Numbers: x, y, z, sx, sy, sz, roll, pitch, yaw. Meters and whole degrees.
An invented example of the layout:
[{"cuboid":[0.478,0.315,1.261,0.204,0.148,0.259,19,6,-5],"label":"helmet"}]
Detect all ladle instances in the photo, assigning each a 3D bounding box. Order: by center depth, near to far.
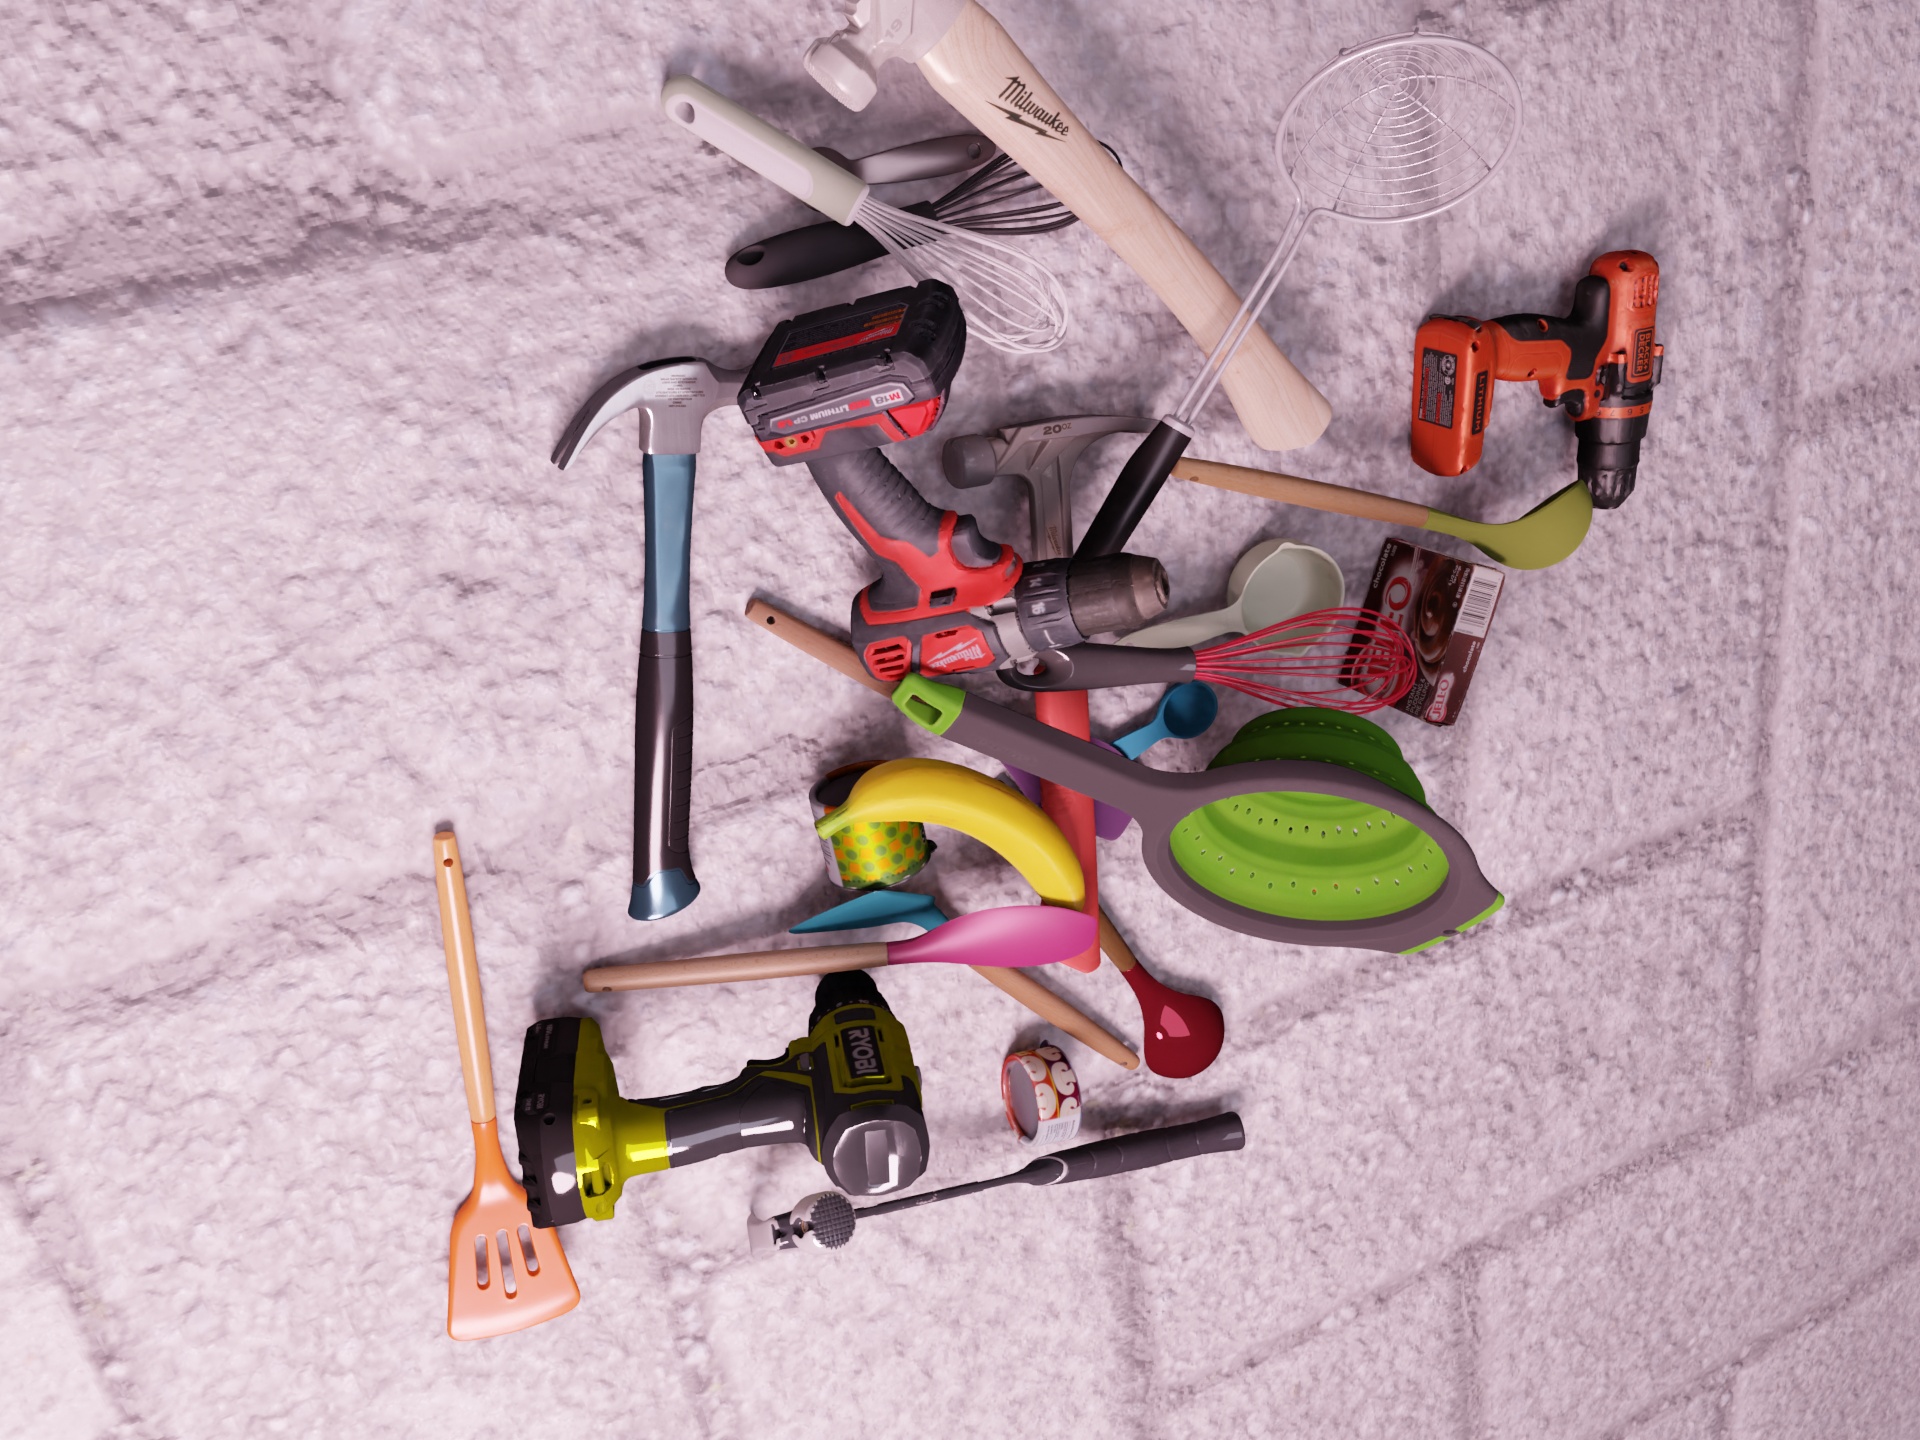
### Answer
[{"cuboid":[0.280,-0.149,1.045,0.320,0.078,0.062,7,68,-21],"label":"ladle"},{"cuboid":[0.106,0.153,1.118,0.069,0.031,0.315,-40,118,-6],"label":"ladle"}]

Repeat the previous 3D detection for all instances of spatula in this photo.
[{"cuboid":[-0.285,0.219,0.946,0.081,0.041,0.322,-9,111,-20],"label":"spatula"},{"cuboid":[-0.002,-0.003,1.010,0.315,0.018,0.060,28,96,-29],"label":"spatula"},{"cuboid":[0.023,0.180,1.076,0.082,0.044,0.317,-27,131,32],"label":"spatula"}]

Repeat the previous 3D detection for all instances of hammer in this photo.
[{"cuboid":[0.101,-0.285,0.888,0.410,0.038,0.146,34,100,-40],"label":"hammer"},{"cuboid":[-0.168,-0.040,0.912,0.128,0.033,0.331,-4,110,-25],"label":"hammer"},{"cuboid":[0.073,-0.012,1.015,0.149,0.037,0.359,-12,107,-24],"label":"hammer"},{"cuboid":[0.041,0.320,1.111,0.408,0.149,0.036,-1,71,-34],"label":"hammer"}]

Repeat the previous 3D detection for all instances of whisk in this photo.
[{"cuboid":[-0.048,-0.268,0.842,0.246,0.057,0.059,29,51,-9],"label":"whisk"},{"cuboid":[-0.019,-0.283,0.891,0.239,0.055,0.055,-20,116,-13],"label":"whisk"},{"cuboid":[0.160,-0.036,1.003,0.295,0.073,0.073,-2,109,-20],"label":"whisk"}]

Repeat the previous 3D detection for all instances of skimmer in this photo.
[{"cuboid":[0.168,-0.209,0.891,0.127,0.090,0.363,22,108,-31],"label":"skimmer"}]

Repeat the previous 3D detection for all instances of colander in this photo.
[{"cuboid":[0.149,0.026,0.987,0.397,0.204,0.095,23,56,-14],"label":"colander"}]

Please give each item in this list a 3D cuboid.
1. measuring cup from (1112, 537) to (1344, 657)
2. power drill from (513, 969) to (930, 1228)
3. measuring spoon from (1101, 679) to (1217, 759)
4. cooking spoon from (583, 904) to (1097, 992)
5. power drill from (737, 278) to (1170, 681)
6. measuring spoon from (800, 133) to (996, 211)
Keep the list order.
[{"cuboid":[0.173,-0.073,1.066,0.167,0.038,0.083,-17,114,-7],"label":"measuring cup"},{"cuboid":[-0.140,0.216,0.949,0.228,0.191,0.080,-6,112,-8],"label":"power drill"},{"cuboid":[0.115,0.012,1.080,0.128,0.021,0.042,-30,118,-2],"label":"measuring spoon"},{"cuboid":[-0.071,0.148,0.988,0.319,0.017,0.068,-4,139,-7],"label":"cooking spoon"},{"cuboid":[-0.001,-0.120,0.871,0.188,0.080,0.226,-9,130,22],"label":"power drill"},{"cuboid":[-0.033,-0.310,0.887,0.124,0.018,0.034,-18,115,-20],"label":"measuring spoon"}]
